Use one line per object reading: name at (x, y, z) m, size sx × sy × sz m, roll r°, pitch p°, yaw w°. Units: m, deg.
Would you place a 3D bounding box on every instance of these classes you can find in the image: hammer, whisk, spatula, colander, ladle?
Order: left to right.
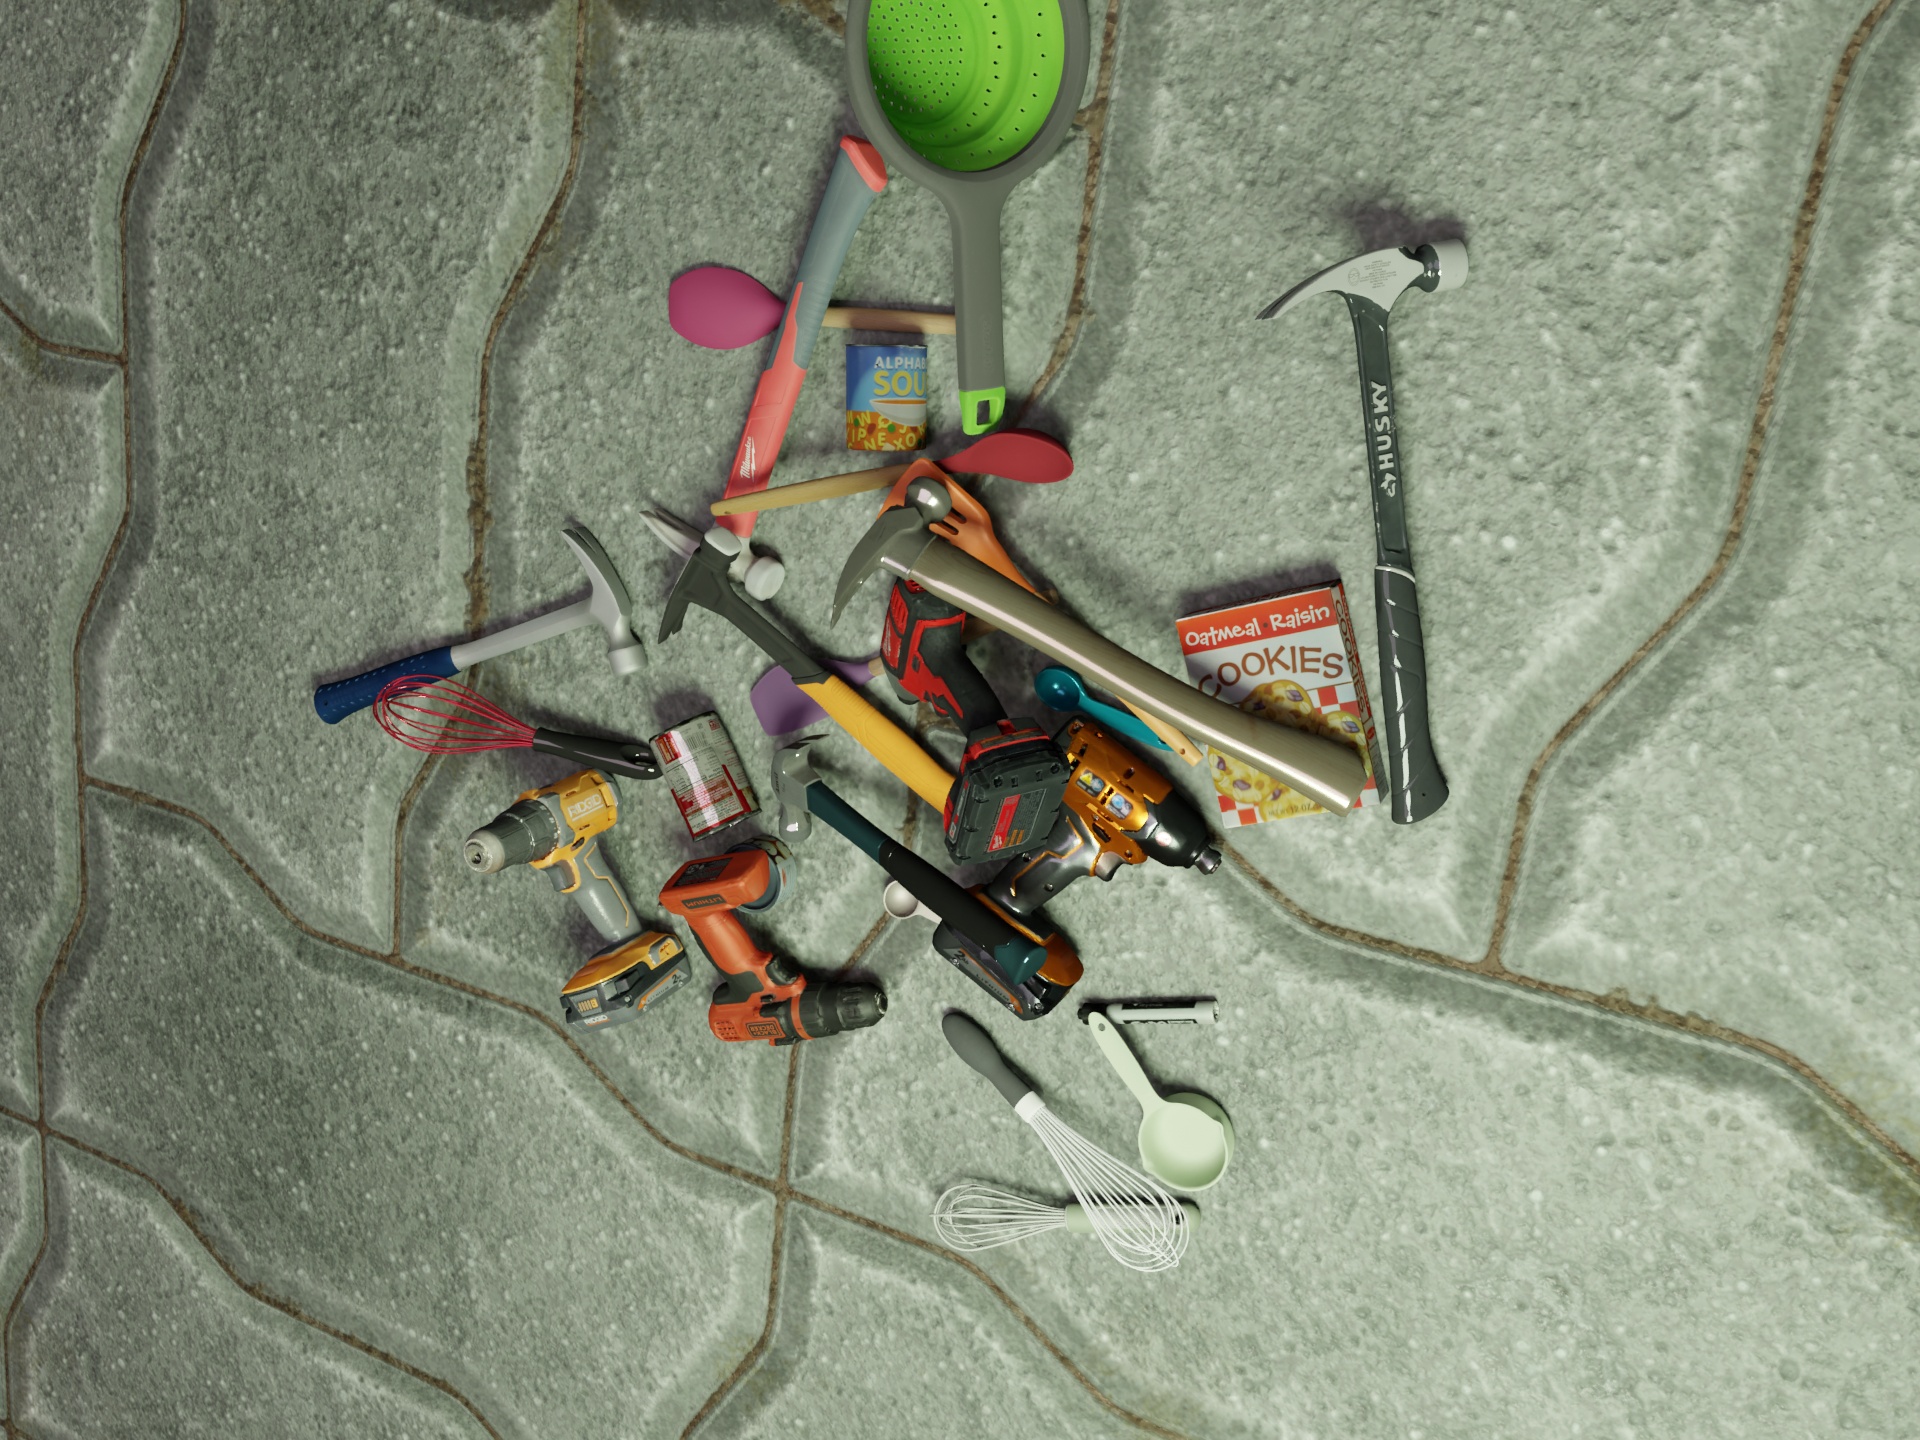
hammer at (-0.483, -0.069, 1.548) m, size 0.405 × 0.035 × 0.144 m, roll -15°, pitch 94°, yaw 28°
whisk at (-0.416, 0.014, 1.500) m, size 0.296 × 0.073 × 0.073 m, roll 13°, pitch 106°, yaw 8°
hammer at (-0.158, -0.299, 1.324) m, size 0.143 × 0.038 × 0.386 m, roll 32°, pitch 117°, yaw 17°
hammer at (-0.112, -0.016, 1.358) m, size 0.337 × 0.034 × 0.127 m, roll 40°, pitch 128°, yaw 5°
ladle at (-0.061, -0.195, 1.288) m, size 0.315 × 0.069 × 0.031 m, roll -7°, pitch 62°, yaw 19°
spatula at (-0.055, -0.055, 1.352) m, size 0.316 × 0.018 × 0.059 m, roll -19°, pitch 98°, yaw 29°
hammer at (-0.051, 0.115, 1.294) m, size 0.331 × 0.033 × 0.128 m, roll 34°, pitch 138°, yaw 38°
colander at (-0.009, -0.420, 1.202) m, size 0.095 × 0.204 × 0.396 m, roll 29°, pitch 128°, yaw 53°
spatula at (0.068, -0.078, 1.254) m, size 0.323 × 0.041 × 0.081 m, roll 45°, pitch 125°, yaw 10°
whisk at (0.081, 0.349, 1.337) m, size 0.285 × 0.070 × 0.070 m, roll 43°, pitch 116°, yaw 25°
whisk at (0.087, 0.428, 1.370) m, size 0.246 × 0.059 × 0.058 m, roll -8°, pitch 70°, yaw 23°
hammer at (0.103, -0.036, 1.172) m, size 0.411 × 0.146 × 0.038 m, roll 29°, pitch 149°, yaw 9°
hammer at (0.302, -0.123, 1.128) m, size 0.149 × 0.036 × 0.408 m, roll -12°, pitch 103°, yaw -11°

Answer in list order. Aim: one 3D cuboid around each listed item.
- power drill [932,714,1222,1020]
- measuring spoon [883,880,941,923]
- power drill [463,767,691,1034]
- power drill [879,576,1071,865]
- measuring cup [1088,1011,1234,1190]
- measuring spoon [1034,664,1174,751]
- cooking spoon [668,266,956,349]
power drill at (0.096, 0.130, 1.284) m, size 0.164 × 0.084 × 0.226 m, roll 37°, pitch 110°, yaw 12°
measuring spoon at (-0.008, 0.170, 1.381) m, size 0.124 × 0.018 × 0.034 m, roll 19°, pitch 96°, yaw 15°
power drill at (-0.351, 0.168, 1.452) m, size 0.084 × 0.185 × 0.226 m, roll -19°, pitch 95°, yaw 26°
power drill at (-0.002, -0.004, 1.240) m, size 0.143 × 0.078 × 0.220 m, roll 106°, pitch 145°, yaw -49°
measuring cup at (0.162, 0.307, 1.312) m, size 0.083 × 0.038 × 0.168 m, roll -39°, pitch 81°, yaw 27°
measuring spoon at (0.121, -0.010, 1.279) m, size 0.128 × 0.021 × 0.042 m, roll 26°, pitch 136°, yaw 10°
cooking spoon at (-0.112, -0.336, 1.321) m, size 0.319 × 0.017 × 0.068 m, roll 10°, pitch 108°, yaw 24°
